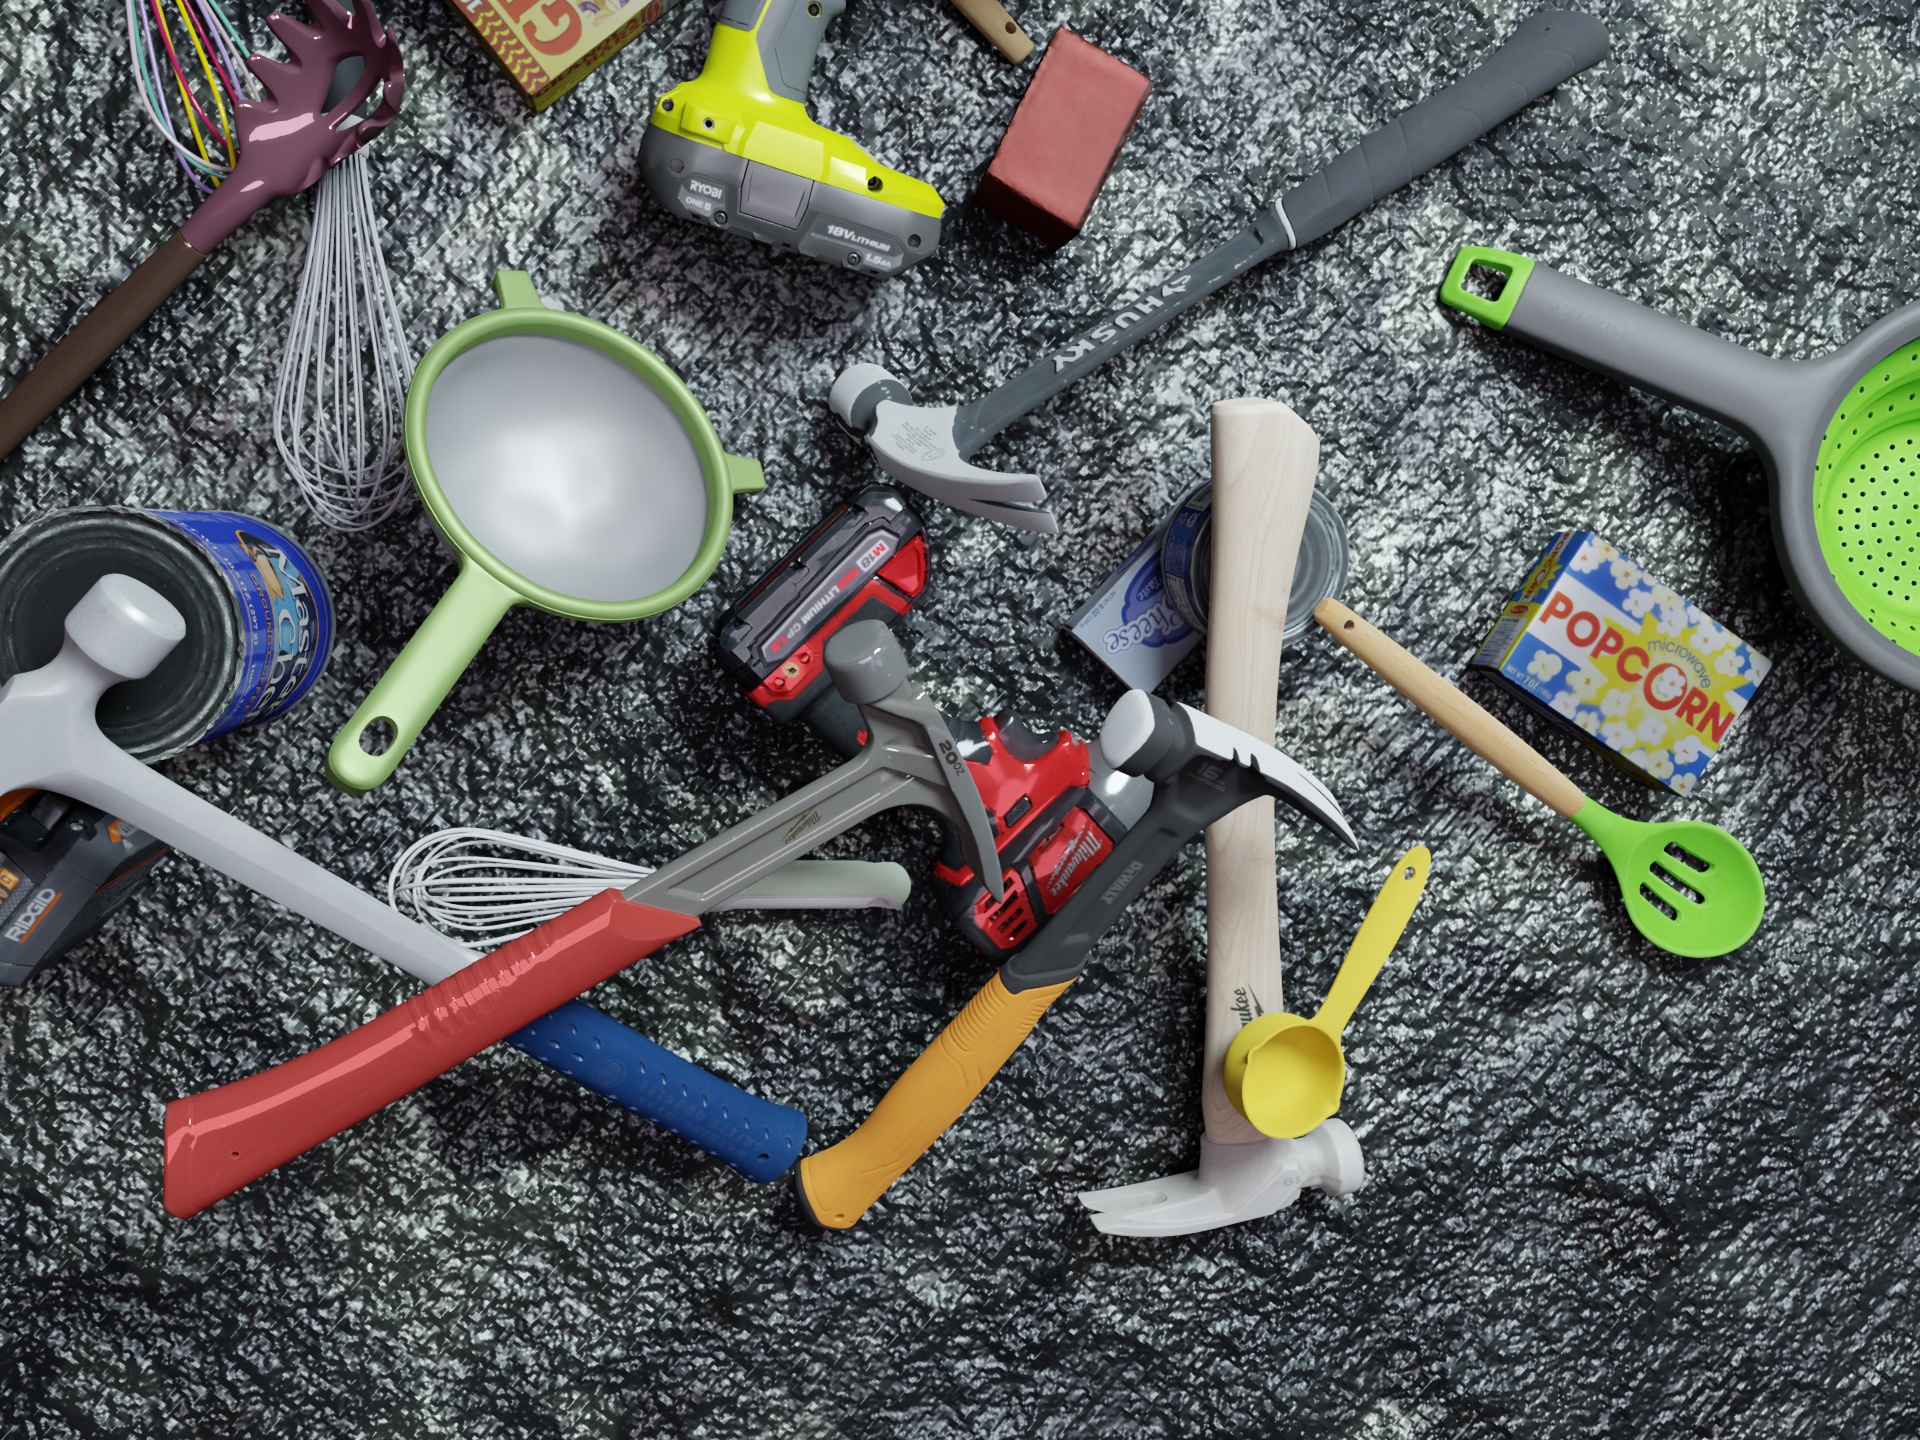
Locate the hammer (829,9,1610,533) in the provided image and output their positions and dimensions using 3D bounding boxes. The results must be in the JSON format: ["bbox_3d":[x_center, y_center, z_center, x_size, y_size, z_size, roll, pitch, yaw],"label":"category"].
[{"bbox_3d":[0.139,-0.221,0.741,0.409,0.149,0.036,-34,134,-9],"label":"hammer"}]

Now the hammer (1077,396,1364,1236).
[{"bbox_3d":[0.125,0.057,0.755,0.146,0.038,0.410,-7,108,-15],"label":"hammer"}]

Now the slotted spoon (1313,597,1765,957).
[{"bbox_3d":[0.293,0.027,0.801,0.313,0.031,0.070,34,91,-20],"label":"slotted spoon"}]

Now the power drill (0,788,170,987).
[{"bbox_3d":[-0.454,0.010,0.654,0.226,0.164,0.084,39,90,-12],"label":"power drill"}]

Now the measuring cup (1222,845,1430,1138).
[{"bbox_3d":[0.178,0.126,0.763,0.062,0.029,0.156,35,82,-23],"label":"measuring cup"}]

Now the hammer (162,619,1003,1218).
[{"bbox_3d":[-0.156,0.102,0.661,0.359,0.037,0.149,-30,124,-9],"label":"hammer"}]

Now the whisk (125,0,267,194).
[{"bbox_3d":[-0.354,-0.348,0.689,0.051,0.047,0.245,-18,95,-4],"label":"whisk"}]

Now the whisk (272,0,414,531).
[{"bbox_3d":[-0.276,-0.227,0.709,0.070,0.070,0.284,-2,91,-8],"label":"whisk"}]

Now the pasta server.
[{"bbox_3d":[-0.351,-0.188,0.681,0.316,0.040,0.060,-39,91,10],"label":"pasta server"}]

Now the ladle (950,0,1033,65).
[{"bbox_3d":[-0.078,-0.424,0.712,0.320,0.062,0.078,44,74,-13],"label":"ladle"}]

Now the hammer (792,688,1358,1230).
[{"bbox_3d":[0.030,0.130,0.729,0.127,0.034,0.336,24,120,-27],"label":"hammer"}]

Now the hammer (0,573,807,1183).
[{"bbox_3d":[-0.222,0.109,0.677,0.144,0.035,0.405,-47,124,4],"label":"hammer"}]

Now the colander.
[{"bbox_3d":[0.428,-0.141,0.804,0.397,0.094,0.204,26,93,8],"label":"colander"}]

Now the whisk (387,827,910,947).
[{"bbox_3d":[-0.145,0.080,0.763,0.246,0.057,0.059,1,66,-12],"label":"whisk"}]

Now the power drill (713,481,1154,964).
[{"bbox_3d":[-0.001,-0.002,0.759,0.143,0.078,0.219,-43,103,0],"label":"power drill"}]

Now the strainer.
[{"bbox_3d":[-0.201,-0.064,0.684,0.151,0.069,0.256,38,53,-19],"label":"strainer"}]

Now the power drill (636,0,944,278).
[{"bbox_3d":[-0.034,-0.317,0.686,0.190,0.080,0.228,14,110,-13],"label":"power drill"}]
